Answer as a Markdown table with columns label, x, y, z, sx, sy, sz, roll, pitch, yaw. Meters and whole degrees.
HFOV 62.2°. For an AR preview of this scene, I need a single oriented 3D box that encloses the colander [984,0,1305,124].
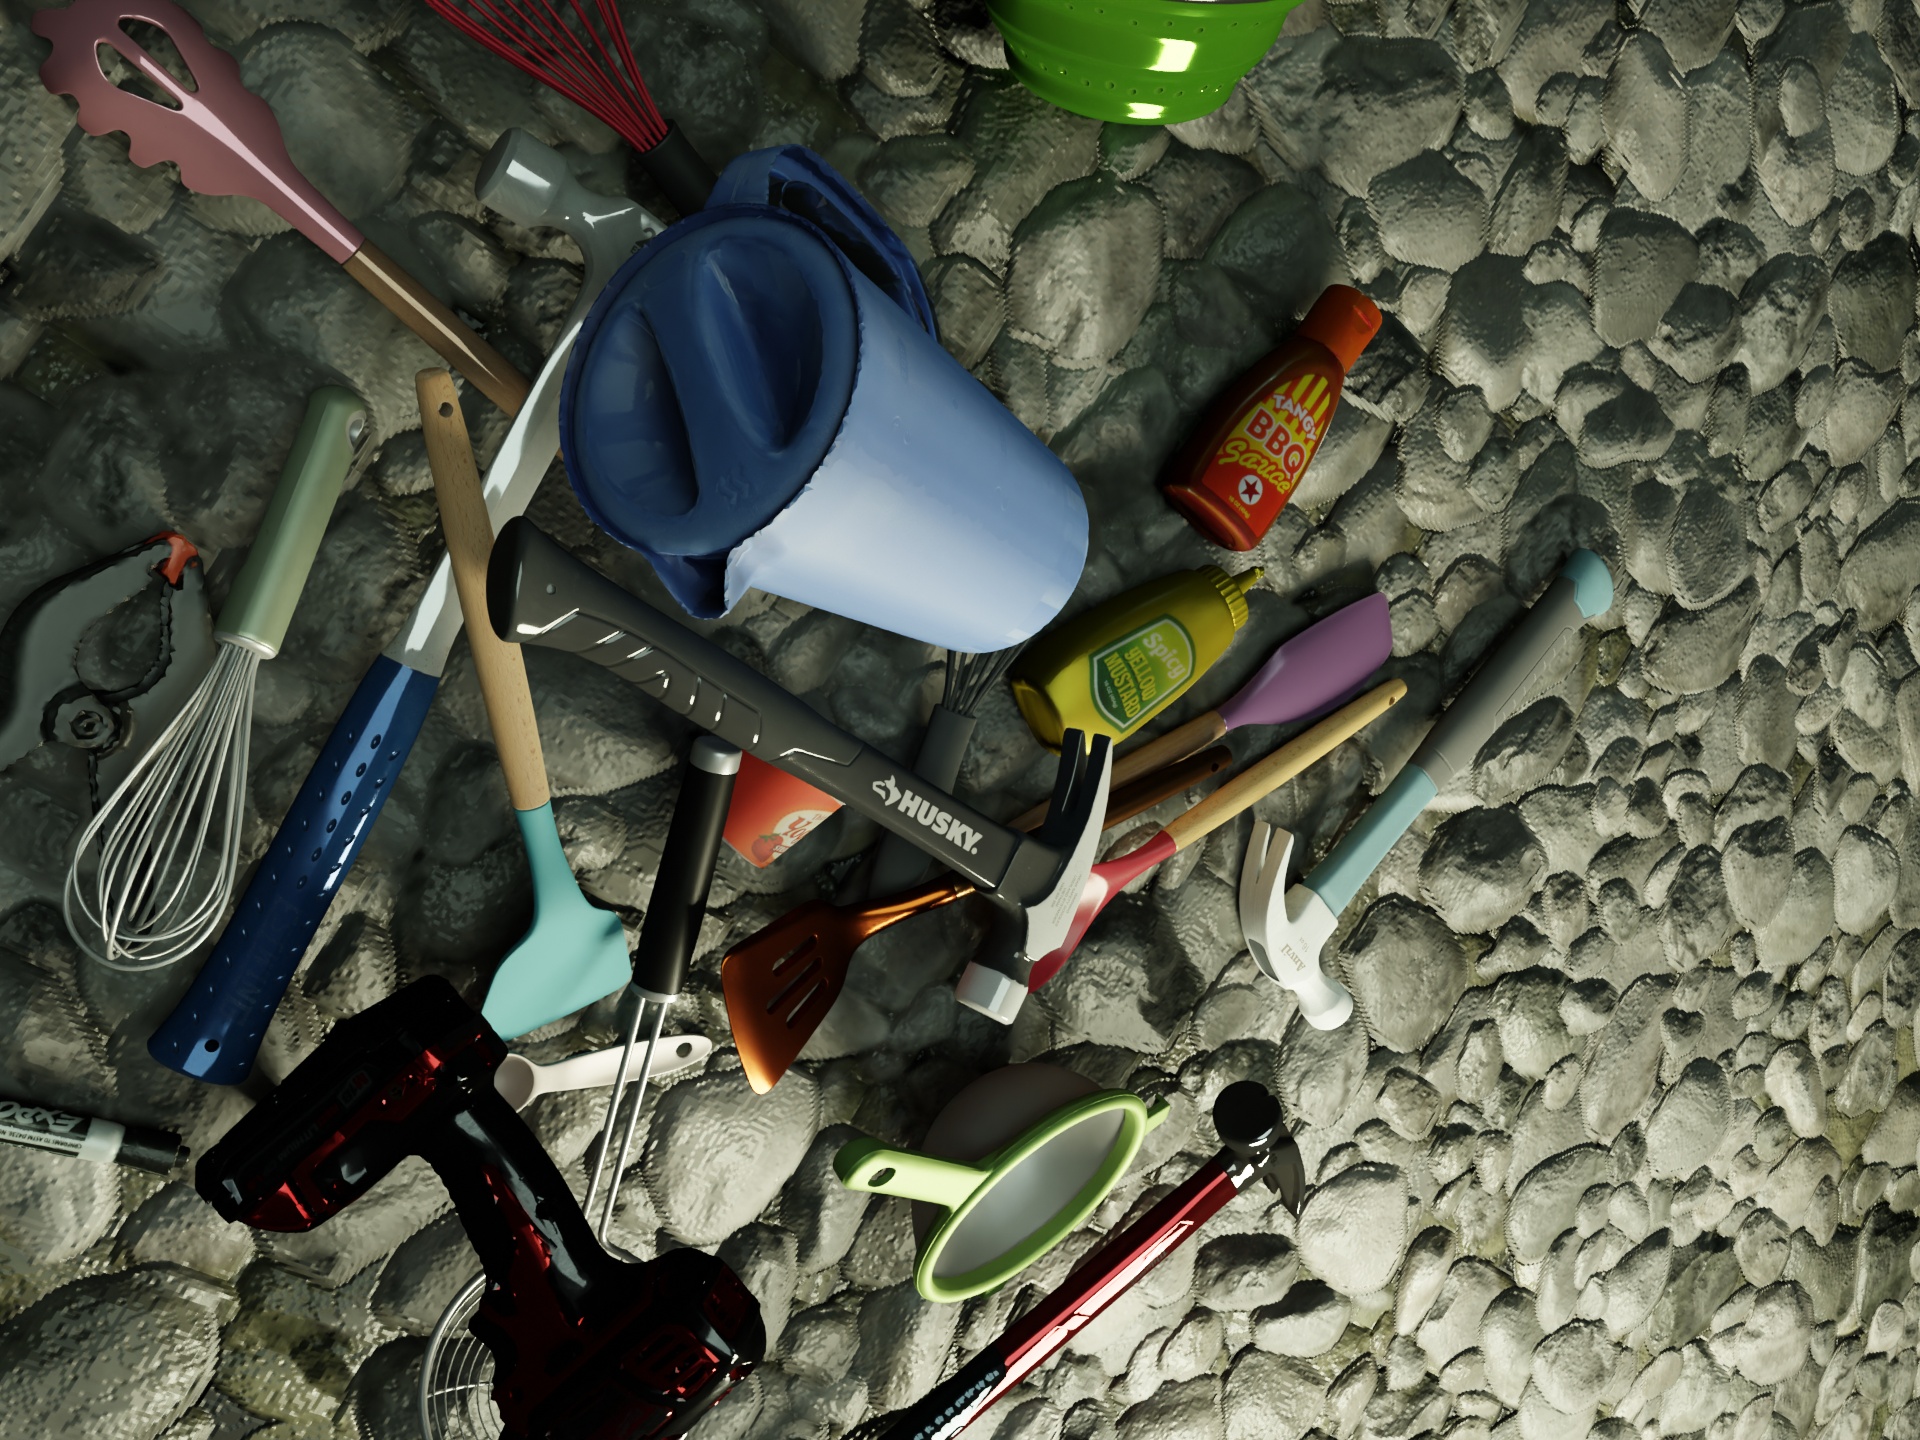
| label | x | y | z | sx | sy | sz | roll | pitch | yaw |
| --- | --- | --- | --- | --- | --- | --- | --- | --- | --- |
| colander | -0.001 | -0.333 | 0.704 | 0.397 | 0.205 | 0.094 | -2 | 137 | -11 |

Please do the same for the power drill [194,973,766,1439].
| label | x | y | z | sx | sy | sz | roll | pitch | yaw |
| --- | --- | --- | --- | --- | --- | --- | --- | --- | --- |
| power drill | -0.202 | 0.229 | 0.668 | 0.143 | 0.078 | 0.219 | -43 | 90 | 6 |

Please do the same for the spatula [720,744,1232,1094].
| label | x | y | z | sx | sy | sz | roll | pitch | yaw |
| --- | --- | --- | --- | --- | --- | --- | --- | --- | --- |
| spatula | 0.019 | 0.079 | 0.803 | 0.322 | 0.041 | 0.081 | -23 | 119 | -26 |

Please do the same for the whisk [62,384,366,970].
| label | x | y | z | sx | sy | sz | roll | pitch | yaw |
| --- | --- | --- | --- | --- | --- | --- | --- | --- | --- |
| whisk | -0.285 | -0.023 | 0.625 | 0.059 | 0.057 | 0.246 | 16 | 74 | -5 |

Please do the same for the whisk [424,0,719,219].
| label | x | y | z | sx | sy | sz | roll | pitch | yaw |
| --- | --- | --- | --- | --- | --- | --- | --- | --- | --- |
| whisk | -0.138 | -0.254 | 0.651 | 0.073 | 0.073 | 0.295 | -51 | 131 | -9 |

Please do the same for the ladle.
| label | x | y | z | sx | sy | sz | roll | pitch | yaw |
| --- | --- | --- | --- | --- | --- | --- | --- | --- | --- |
| ladle | 0.137 | 0.054 | 0.894 | 0.315 | 0.031 | 0.069 | -31 | 133 | -21 |

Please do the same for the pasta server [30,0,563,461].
| label | x | y | z | sx | sy | sz | roll | pitch | yaw |
| --- | --- | --- | --- | --- | --- | --- | --- | --- | --- |
| pasta server | -0.231 | -0.175 | 0.660 | 0.316 | 0.040 | 0.060 | 42 | 80 | -32 |

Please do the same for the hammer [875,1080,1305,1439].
| label | x | y | z | sx | sy | sz | roll | pitch | yaw |
| --- | --- | --- | --- | --- | --- | --- | --- | --- | --- |
| hammer | 0.037 | 0.357 | 0.890 | 0.386 | 0.038 | 0.143 | -37 | 140 | -10 |

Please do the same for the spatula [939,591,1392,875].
| label | x | y | z | sx | sy | sz | roll | pitch | yaw |
| --- | --- | --- | --- | --- | --- | --- | --- | --- | --- |
| spatula | 0.123 | 0.014 | 0.884 | 0.316 | 0.018 | 0.059 | -27 | 121 | -20 |

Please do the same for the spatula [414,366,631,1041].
| label | x | y | z | sx | sy | sz | roll | pitch | yaw |
| --- | --- | --- | --- | --- | --- | --- | --- | --- | --- |
| spatula | -0.191 | 0.008 | 0.666 | 0.082 | 0.044 | 0.317 | -22 | 121 | -31 |

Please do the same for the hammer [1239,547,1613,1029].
| label | x | y | z | sx | sy | sz | roll | pitch | yaw |
| --- | --- | --- | --- | --- | --- | --- | --- | --- | --- |
| hammer | 0.288 | 0.026 | 0.963 | 0.331 | 0.033 | 0.128 | -47 | 118 | -11 |

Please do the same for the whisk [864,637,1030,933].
| label | x | y | z | sx | sy | sz | roll | pitch | yaw |
| --- | --- | --- | --- | --- | --- | --- | --- | --- | --- |
| whisk | -0.001 | -0.003 | 0.804 | 0.055 | 0.055 | 0.239 | 17 | 97 | -29 |

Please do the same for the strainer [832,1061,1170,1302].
| label | x | y | z | sx | sy | sz | roll | pitch | yaw |
| --- | --- | --- | --- | --- | --- | --- | --- | --- | --- |
| strainer | -0.003 | 0.214 | 0.797 | 0.151 | 0.069 | 0.256 | -48 | 146 | 5 |

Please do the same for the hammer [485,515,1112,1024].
| label | x | y | z | sx | sy | sz | roll | pitch | yaw |
| --- | --- | --- | --- | --- | --- | --- | --- | --- | --- |
| hammer | -0.060 | 0.009 | 0.697 | 0.334 | 0.035 | 0.146 | 34 | 78 | -35 |

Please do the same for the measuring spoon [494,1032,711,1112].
| label | x | y | z | sx | sy | sz | roll | pitch | yaw |
| --- | --- | --- | --- | --- | --- | --- | --- | --- | --- |
| measuring spoon | -0.179 | 0.164 | 0.766 | 0.124 | 0.018 | 0.034 | -4 | 109 | -33 |

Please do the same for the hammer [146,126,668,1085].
| label | x | y | z | sx | sy | sz | roll | pitch | yaw |
| --- | --- | --- | --- | --- | --- | --- | --- | --- | --- |
| hammer | -0.221 | -0.030 | 0.670 | 0.144 | 0.035 | 0.405 | 28 | 92 | -33 |

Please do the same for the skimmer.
| label | x | y | z | sx | sy | sz | roll | pitch | yaw |
| --- | --- | --- | --- | --- | --- | --- | --- | --- | --- |
| skimmer | -0.151 | 0.188 | 0.714 | 0.127 | 0.090 | 0.363 | 14 | 104 | -12 |
